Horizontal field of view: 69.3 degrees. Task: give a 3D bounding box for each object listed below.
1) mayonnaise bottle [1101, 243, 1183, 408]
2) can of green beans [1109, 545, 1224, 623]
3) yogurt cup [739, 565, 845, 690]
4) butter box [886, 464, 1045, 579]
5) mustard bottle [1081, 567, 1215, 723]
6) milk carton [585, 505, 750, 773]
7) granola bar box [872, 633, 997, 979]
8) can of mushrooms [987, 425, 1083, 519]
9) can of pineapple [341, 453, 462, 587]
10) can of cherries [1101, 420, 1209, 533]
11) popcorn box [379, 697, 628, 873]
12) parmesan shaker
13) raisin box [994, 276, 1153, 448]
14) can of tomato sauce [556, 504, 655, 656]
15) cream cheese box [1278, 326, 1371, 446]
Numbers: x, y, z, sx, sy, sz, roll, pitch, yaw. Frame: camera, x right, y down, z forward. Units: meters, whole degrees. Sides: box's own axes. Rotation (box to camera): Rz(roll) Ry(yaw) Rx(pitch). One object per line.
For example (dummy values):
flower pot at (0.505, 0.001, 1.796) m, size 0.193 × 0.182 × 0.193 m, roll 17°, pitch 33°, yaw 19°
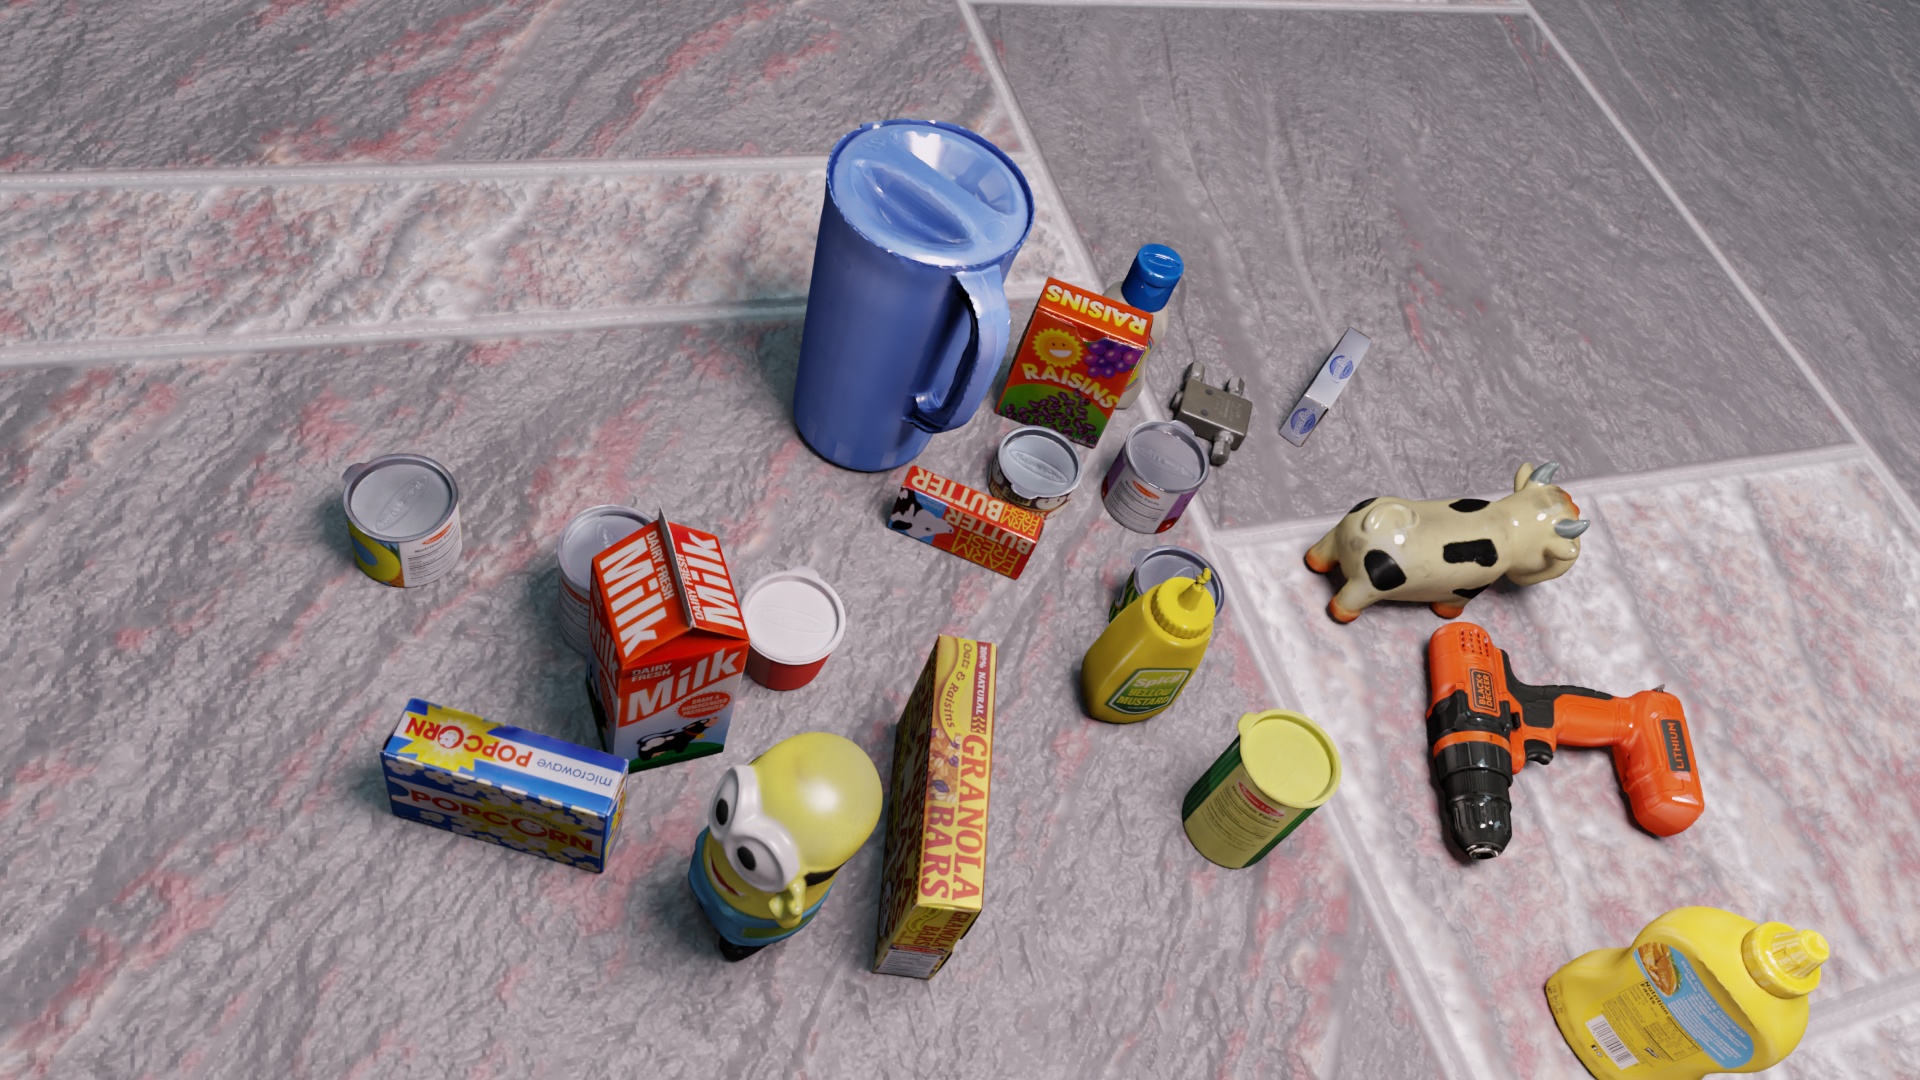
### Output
mayonnaise bottle at (0.128, -0.163, 1.065) m, size 0.065 × 0.147 × 0.041 m, roll 14°, pitch 54°, yaw -7°
can of green beans at (0.145, 0.046, 0.982) m, size 0.071 × 0.057 × 0.071 m, roll 8°, pitch 55°, yaw -11°
yogurt cup at (-0.112, 0.061, 0.897) m, size 0.072 × 0.053 × 0.073 m, roll 8°, pitch 55°, yaw -11°
butter box at (0.004, -0.012, 0.983) m, size 0.103 × 0.052 × 0.024 m, roll 22°, pitch 53°, yaw -1°
mustard bottle at (0.127, 0.065, 0.899) m, size 0.065 × 0.159 × 0.049 m, roll 1°, pitch 57°, yaw -16°
milk carton at (-0.170, 0.060, 0.796) m, size 0.073 × 0.189 × 0.072 m, roll -11°, pitch 60°, yaw -23°
granola bar box at (-0.014, 0.157, 0.816) m, size 0.039 × 0.123 × 0.166 m, roll 11°, pitch 54°, yaw -9°
can of mushrooms at (0.054, -0.049, 1.036) m, size 0.071 × 0.033 × 0.071 m, roll 8°, pitch 55°, yaw -11°
can of pineapple at (-0.351, -0.013, 0.875) m, size 0.071 × 0.057 × 0.071 m, roll 8°, pitch 55°, yaw -11°
can of cherries at (0.148, -0.049, 1.048) m, size 0.071 × 0.058 × 0.072 m, roll 8°, pitch 55°, yaw -11°
popcorn box at (-0.254, 0.140, 0.781) m, size 0.127 × 0.084 × 0.038 m, roll 17°, pitch 53°, yaw -5°
parmesan shaker at (0.188, 0.158, 0.889) m, size 0.071 × 0.102 × 0.071 m, roll 8°, pitch 55°, yaw -11°
raisin box at (0.083, -0.132, 1.046) m, size 0.086 × 0.122 × 0.040 m, roll 21°, pitch 53°, yaw -2°
can of tomato sauce at (-0.217, 0.027, 0.872) m, size 0.071 × 0.082 × 0.071 m, roll 8°, pitch 55°, yaw -11°
cream cheese box at (0.303, -0.127, 1.151) m, size 0.024 × 0.053 × 0.104 m, roll 34°, pitch 54°, yaw 8°
